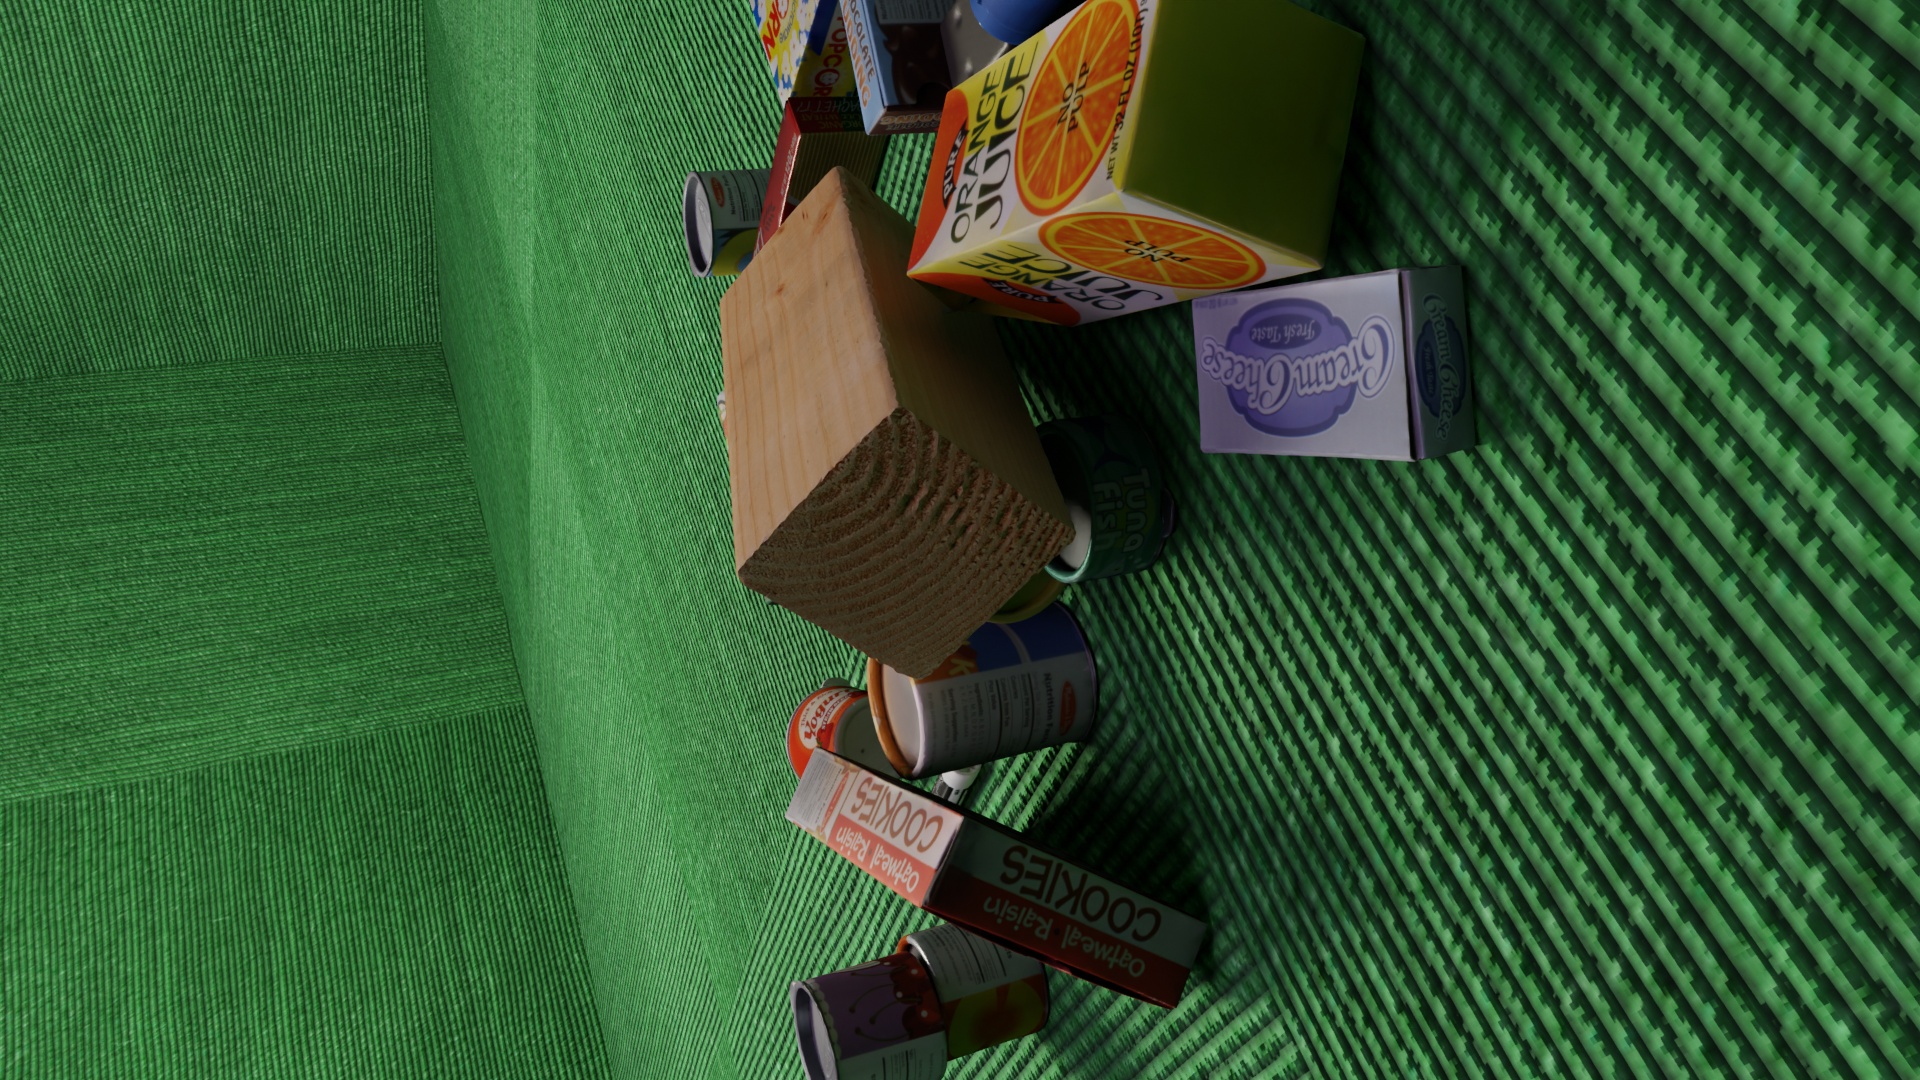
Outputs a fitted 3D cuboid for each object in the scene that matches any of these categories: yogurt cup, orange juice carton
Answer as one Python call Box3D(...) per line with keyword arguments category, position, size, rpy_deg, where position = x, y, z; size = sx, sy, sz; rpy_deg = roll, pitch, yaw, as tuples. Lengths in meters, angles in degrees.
Box3D(category="yogurt cup", position=(-0.062, 0.119, 0.821), size=(0.054, 0.072, 0.072), rpy_deg=(-13, 87, 58))
Box3D(category="orange juice carton", position=(0.041, -0.121, 0.469), size=(0.192, 0.073, 0.072), rpy_deg=(3, 81, 65))

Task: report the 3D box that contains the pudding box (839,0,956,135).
Box3D(category="pudding box", position=(-0.024, -0.227, 0.626), size=(0.030, 0.050, 0.084), rpy_deg=(153, 106, -66))

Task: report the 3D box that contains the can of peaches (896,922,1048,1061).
Box3D(category="can of peaches", position=(0.005, 0.231, 0.718), size=(0.071, 0.058, 0.071), rpy_deg=(34, 128, 58))

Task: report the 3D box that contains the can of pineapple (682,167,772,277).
Box3D(category="can of pineapple", position=(-0.141, -0.202, 0.884), size=(0.071, 0.058, 0.071), rpy_deg=(172, 89, -66))

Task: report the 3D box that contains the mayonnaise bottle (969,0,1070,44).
Box3D(category="mayonnaise bottle", position=(0.046, -0.226, 0.483), size=(0.147, 0.041, 0.065), rpy_deg=(153, 107, -66))

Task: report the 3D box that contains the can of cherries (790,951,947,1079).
Box3D(category="can of cherries", position=(-0.046, 0.241, 0.689), size=(0.071, 0.058, 0.071), rpy_deg=(171, 89, -67))

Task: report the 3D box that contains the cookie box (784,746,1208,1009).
Box3D(category="cookie box", position=(0.008, 0.141, 0.599), size=(0.167, 0.123, 0.040), rpy_deg=(4, 68, 65))

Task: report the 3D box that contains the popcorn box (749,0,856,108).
Box3D(category="popcorn box", position=(-0.071, -0.296, 0.720), size=(0.126, 0.038, 0.085), rpy_deg=(-53, 51, 59))

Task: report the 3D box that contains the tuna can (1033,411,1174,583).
Box3D(category="tuna can", position=(0.053, -0.016, 0.553), size=(0.071, 0.033, 0.071), rpy_deg=(172, 89, -67))

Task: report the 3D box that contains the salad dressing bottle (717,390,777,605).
Box3D(category="salad dressing bottle", position=(-0.128, -0.032, 0.935), size=(0.064, 0.044, 0.148), rpy_deg=(147, 111, -65))

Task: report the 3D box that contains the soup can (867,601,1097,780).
Box3D(category="soup can", position=(0.007, 0.065, 0.621), size=(0.071, 0.084, 0.071), rpy_deg=(172, 89, -67))

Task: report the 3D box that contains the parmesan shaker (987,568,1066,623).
Box3D(category="parmesan shaker", position=(0.002, -0.008, 0.633), size=(0.103, 0.071, 0.071), rpy_deg=(-157, 61, -63))

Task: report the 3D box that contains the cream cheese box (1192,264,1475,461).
Box3D(category="cream cheese box", position=(0.109, -0.053, 0.424), size=(0.104, 0.024, 0.053), rpy_deg=(-169, 71, -65))

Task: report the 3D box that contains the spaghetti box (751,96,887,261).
Box3D(category="spaghetti box", position=(-0.096, -0.154, 0.812), size=(0.248, 0.050, 0.029), rpy_deg=(116, 139, -53))
